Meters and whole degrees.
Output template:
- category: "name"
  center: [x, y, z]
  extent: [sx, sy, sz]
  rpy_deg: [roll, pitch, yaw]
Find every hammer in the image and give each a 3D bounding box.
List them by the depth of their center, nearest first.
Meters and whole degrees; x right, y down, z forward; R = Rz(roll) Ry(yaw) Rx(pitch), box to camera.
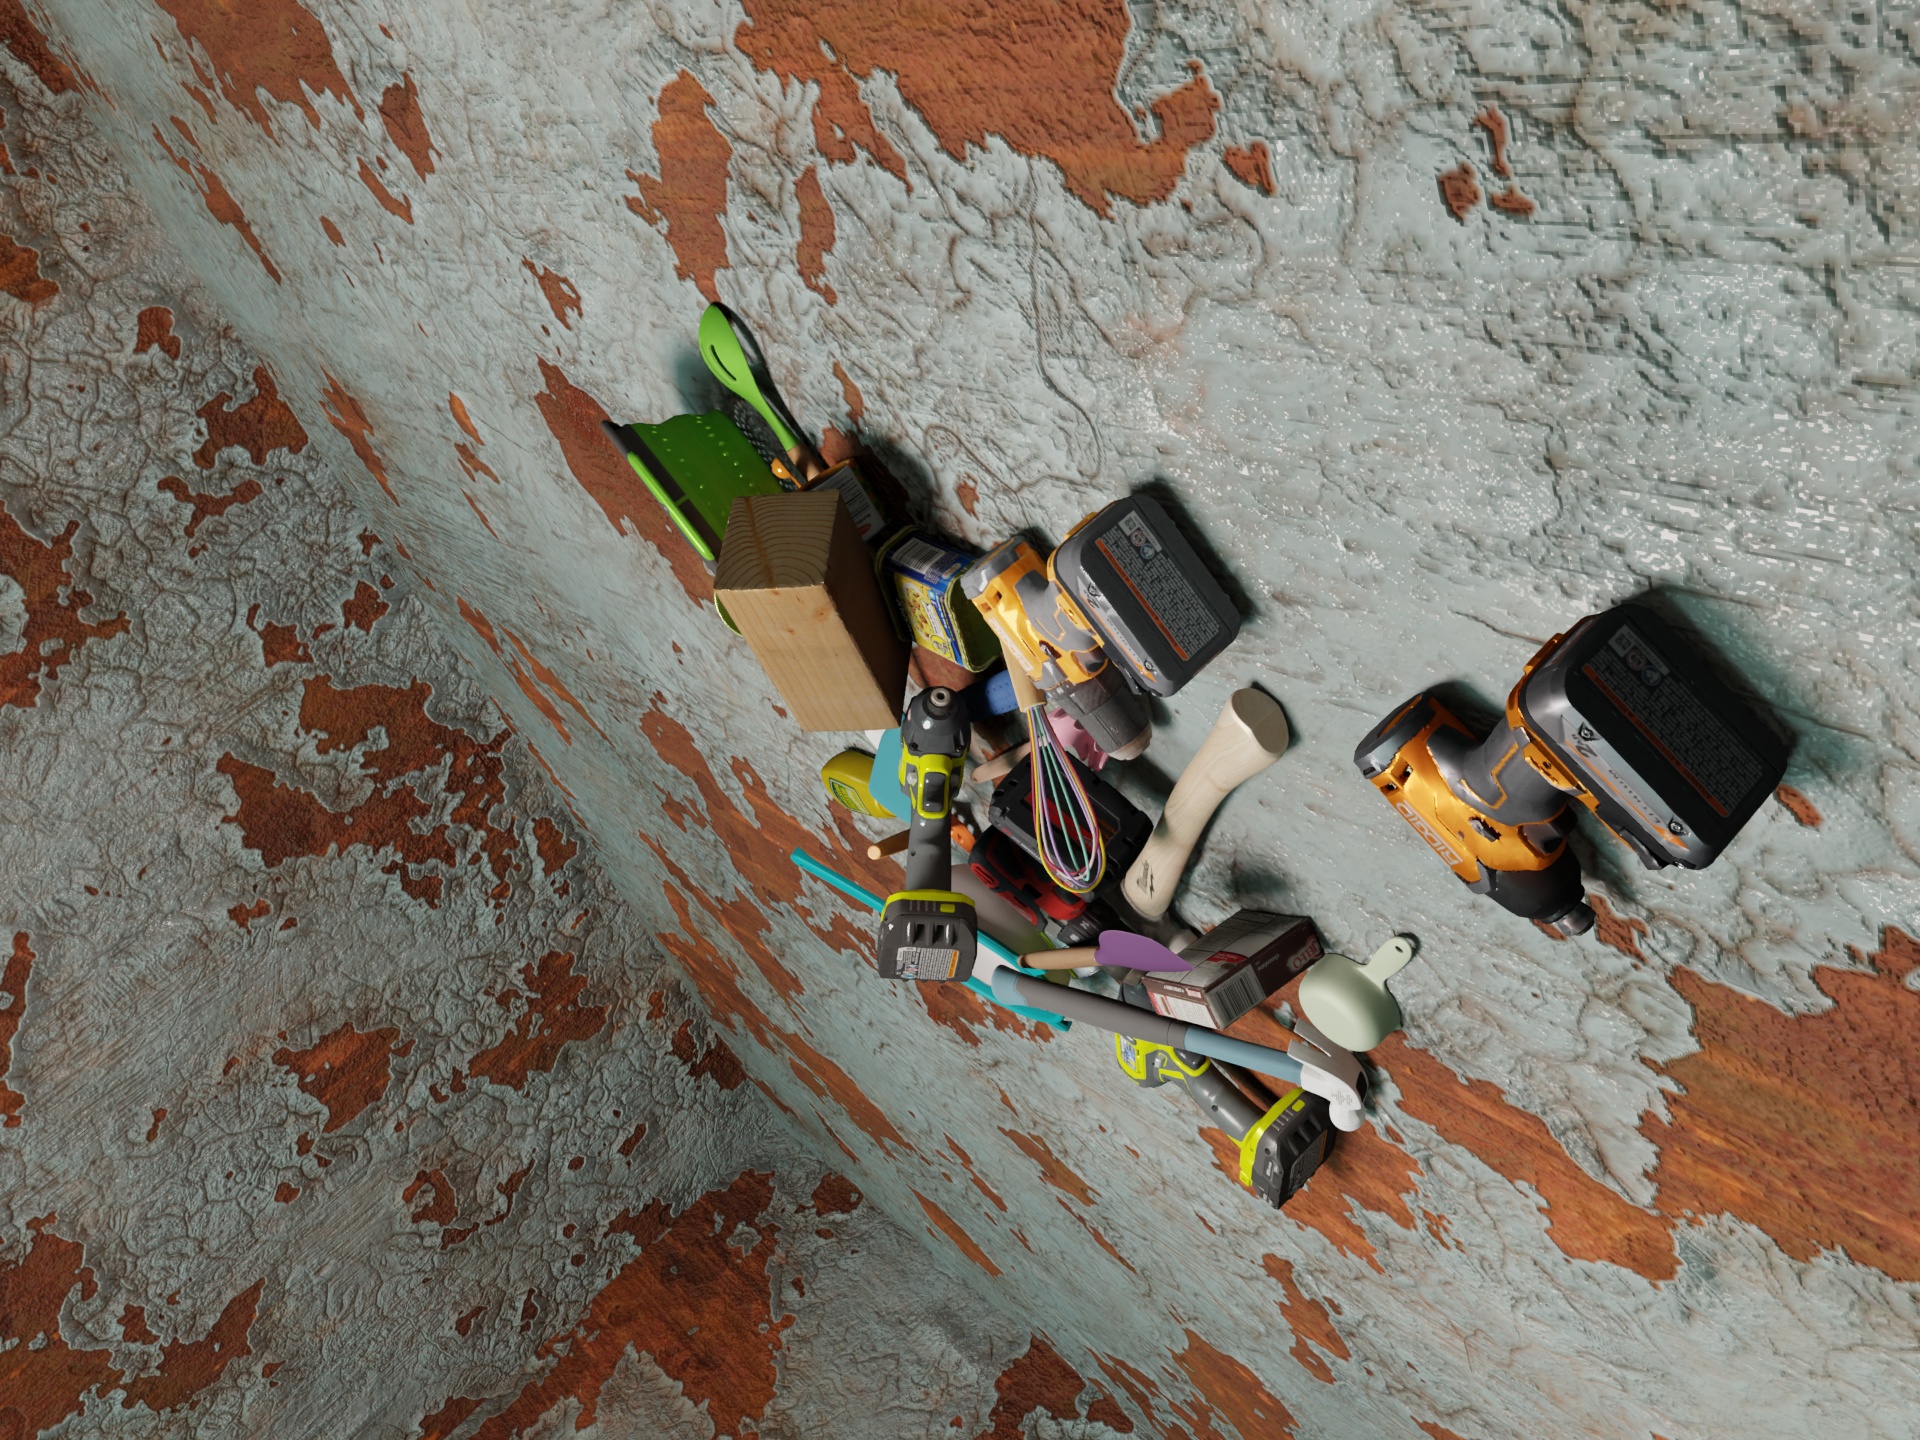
- category: "hammer"
  center: [0.165, 0.074, 1.233]
  extent: [0.146, 0.038, 0.410]
  rpy_deg: [45, 157, 15]
- category: "hammer"
  center: [0.182, 0.269, 1.364]
  extent: [0.331, 0.033, 0.128]
  rpy_deg: [13, 147, 22]
- category: "hammer"
  center: [-0.002, -0.005, 1.419]
  extent: [0.144, 0.035, 0.405]
  rpy_deg: [52, 158, -7]

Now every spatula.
- category: "spatula"
  center: [0.104, 0.192, 1.302]
  extent: [0.059, 0.018, 0.316]
  rpy_deg: [34, 162, -9]
- category: "spatula"
  center: [-0.085, -0.048, 1.409]
  extent: [0.082, 0.044, 0.317]
  rpy_deg: [30, 147, 47]
- category: "spatula"
  center: [-0.038, 0.114, 1.519]
  extent: [0.081, 0.041, 0.322]
  rpy_deg: [42, -168, 10]

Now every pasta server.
- category: "pasta server"
  center: [0.059, 0.030, 1.357]
  extent: [0.060, 0.040, 0.316]
  rpy_deg: [47, 160, -5]

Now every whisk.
- category: "whisk"
  center: [0.059, 0.011, 1.193]
  extent: [0.051, 0.047, 0.245]
  rpy_deg: [61, -168, -76]

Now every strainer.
- category: "strainer"
  center: [-0.017, 0.183, 1.626]
  extent: [0.340, 0.095, 0.210]
  rpy_deg: [26, 159, 24]

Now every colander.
- category: "colander"
  center: [-0.224, -0.205, 1.467]
  extent: [0.204, 0.094, 0.397]
  rpy_deg: [53, 176, -6]

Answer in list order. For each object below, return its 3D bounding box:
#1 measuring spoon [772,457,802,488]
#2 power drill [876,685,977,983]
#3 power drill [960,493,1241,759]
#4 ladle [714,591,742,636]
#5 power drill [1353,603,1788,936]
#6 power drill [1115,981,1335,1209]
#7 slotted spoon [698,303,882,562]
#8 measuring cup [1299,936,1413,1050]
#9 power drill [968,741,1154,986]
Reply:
- category: "measuring spoon"
  center: [-0.136, -0.192, 1.344]
  extent: [0.021, 0.011, 0.116]
  rpy_deg: [52, -178, 20]
- category: "power drill"
  center: [-0.024, 0.091, 1.314]
  extent: [0.080, 0.223, 0.171]
  rpy_deg: [3, 155, -3]
- category: "power drill"
  center: [0.101, -0.054, 1.090]
  extent: [0.185, 0.084, 0.226]
  rpy_deg: [52, 162, -9]
- category: "ladle"
  center: [-0.171, -0.121, 1.465]
  extent: [0.078, 0.062, 0.320]
  rpy_deg: [56, 165, -9]
- category: "power drill"
  center: [0.317, 0.040, 0.835]
  extent: [0.164, 0.084, 0.226]
  rpy_deg: [47, 162, 3]
- category: "power drill"
  center: [0.231, 0.325, 1.465]
  extent: [0.229, 0.080, 0.190]
  rpy_deg: [39, 156, 30]
- category: "slotted spoon"
  center: [-0.123, -0.208, 1.329]
  extent: [0.313, 0.031, 0.070]
  rpy_deg: [53, 164, -13]
- category: "measuring cup"
  center: [0.297, 0.200, 1.181]
  extent: [0.083, 0.038, 0.167]
  rpy_deg: [43, 159, 16]
- category: "power drill"
  center: [0.095, 0.129, 1.309]
  extent: [0.188, 0.080, 0.226]
  rpy_deg: [39, 160, 13]
